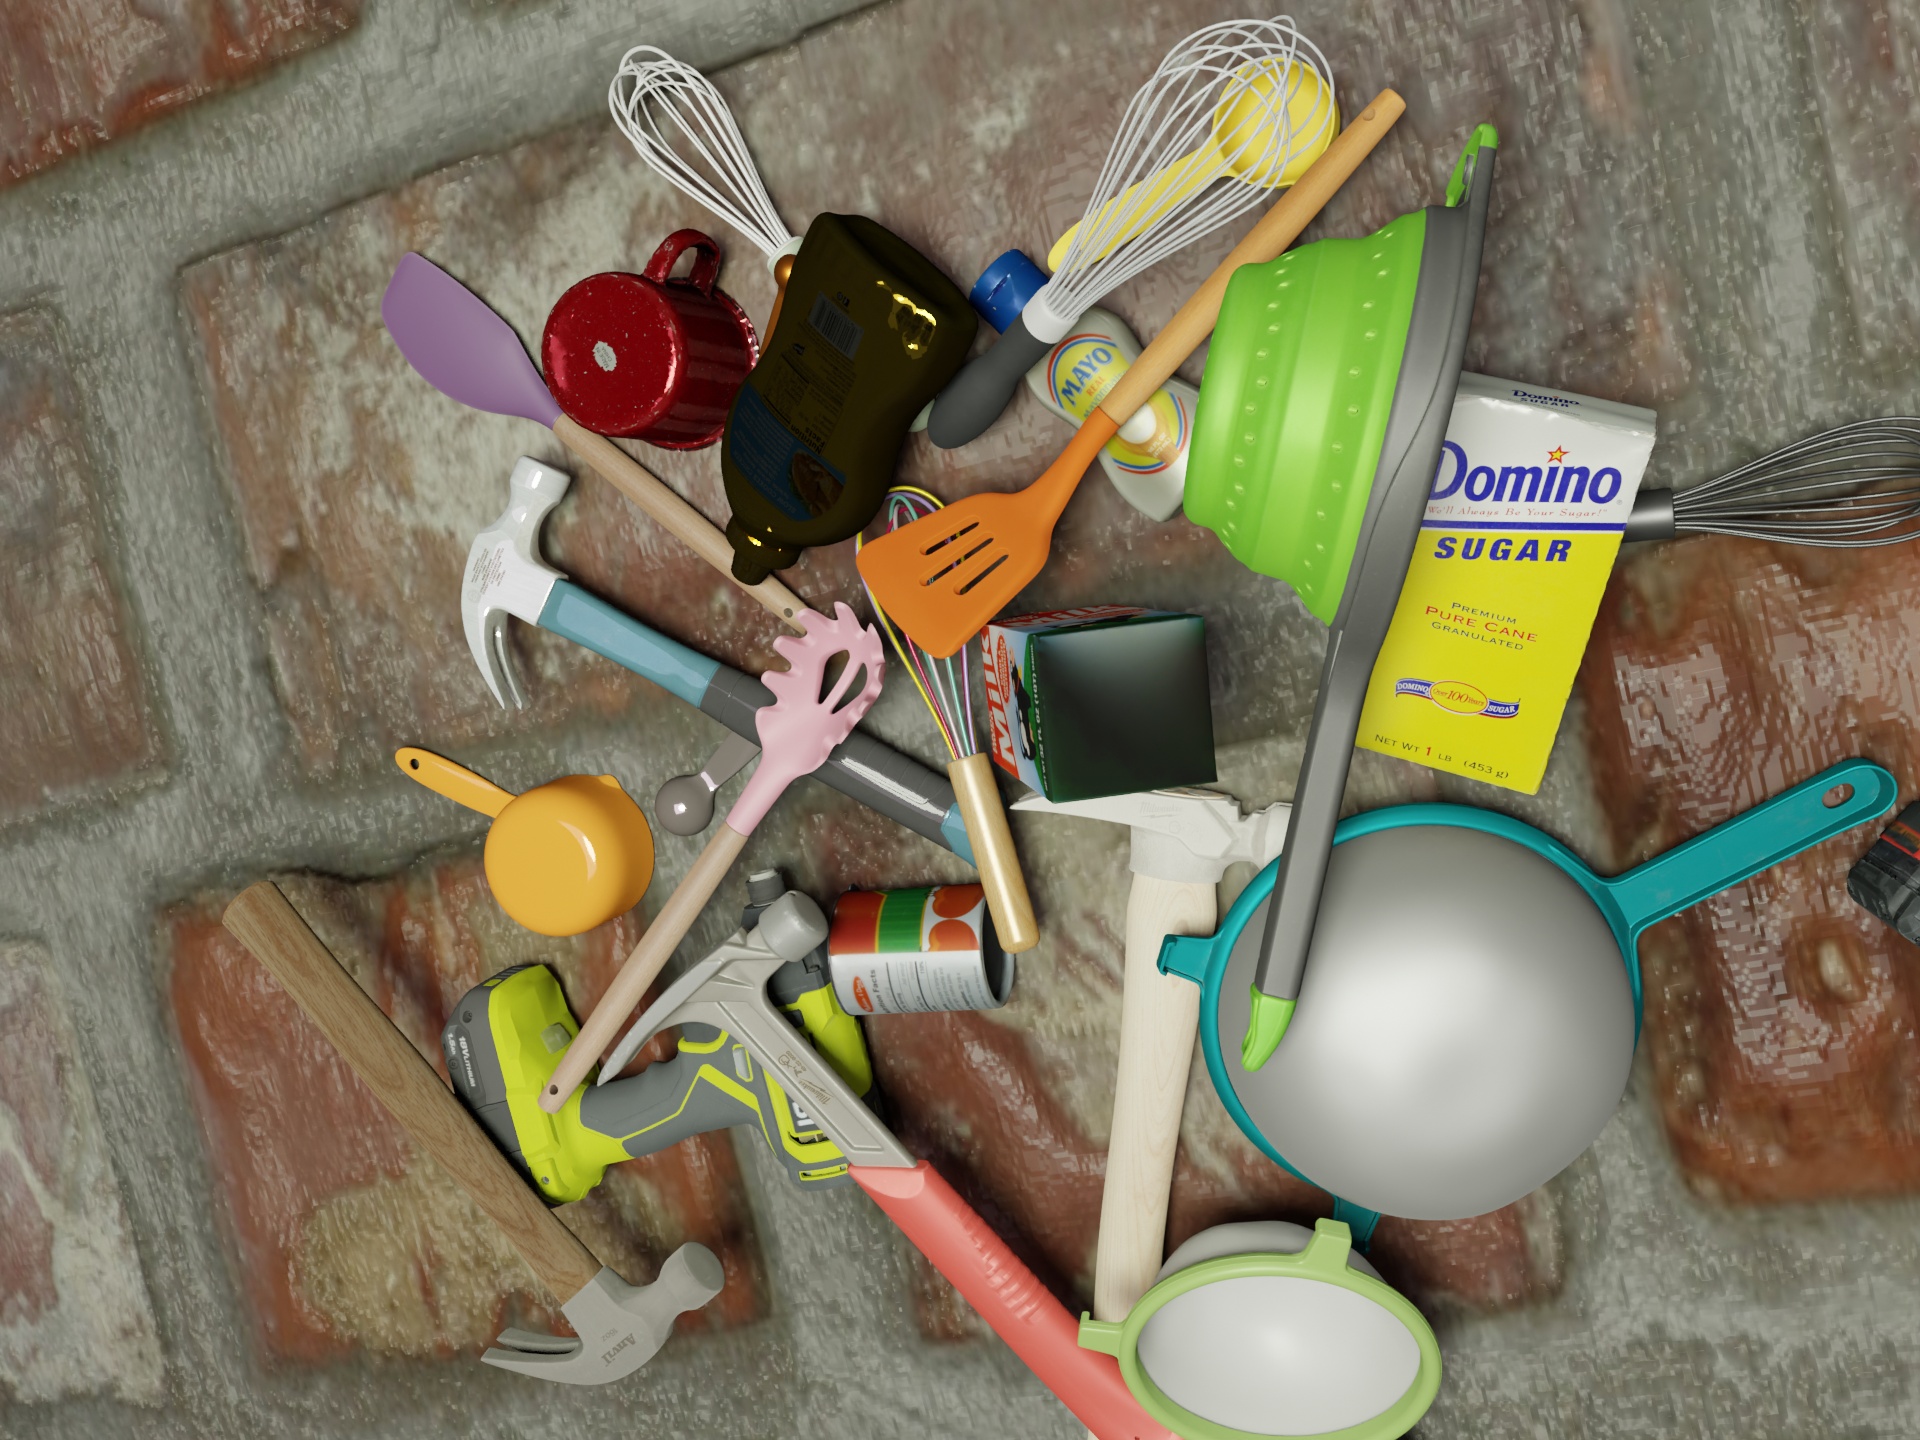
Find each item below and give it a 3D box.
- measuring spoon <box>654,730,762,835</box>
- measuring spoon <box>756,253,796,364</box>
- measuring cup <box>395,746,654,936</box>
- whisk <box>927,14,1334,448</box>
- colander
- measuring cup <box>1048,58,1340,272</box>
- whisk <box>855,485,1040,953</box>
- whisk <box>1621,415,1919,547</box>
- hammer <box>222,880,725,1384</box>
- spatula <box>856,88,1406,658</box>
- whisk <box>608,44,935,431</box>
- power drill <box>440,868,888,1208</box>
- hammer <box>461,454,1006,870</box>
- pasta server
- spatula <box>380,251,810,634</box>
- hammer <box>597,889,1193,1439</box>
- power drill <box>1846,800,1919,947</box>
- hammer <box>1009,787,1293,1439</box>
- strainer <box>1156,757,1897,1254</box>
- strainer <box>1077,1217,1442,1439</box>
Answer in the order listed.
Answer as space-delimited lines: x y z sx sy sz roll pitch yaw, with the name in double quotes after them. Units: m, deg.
-0.127 0.018 0.876 0.034 0.018 0.124 46 106 6 "measuring spoon"
-0.098 -0.184 0.819 0.021 0.011 0.116 29 128 13 "measuring spoon"
-0.261 0.060 0.903 0.173 0.052 0.095 26 104 9 "measuring cup"
0.058 -0.197 0.697 0.070 0.070 0.284 54 142 3 "whisk"
0.133 -0.050 0.679 0.094 0.204 0.397 12 95 9 "colander"
0.111 -0.259 0.768 0.156 0.029 0.062 -26 91 30 "measuring cup"
0.001 -0.003 0.804 0.051 0.047 0.245 -23 82 57 "whisk"
0.318 -0.096 0.716 0.239 0.055 0.055 -5 97 21 "whisk"
-0.280 0.220 0.857 0.130 0.031 0.331 -44 86 14 "hammer"
0.082 -0.162 0.732 0.322 0.041 0.081 -47 59 14 "spatula"
-0.095 -0.246 0.818 0.246 0.058 0.059 51 142 1 "whisk"
-0.164 0.183 0.884 0.223 0.080 0.171 -13 94 14 "power drill"
-0.121 -0.013 0.852 0.331 0.033 0.128 28 97 7 "hammer"
-0.134 0.077 0.821 0.060 0.040 0.316 37 98 18 "pasta server"
-0.201 -0.147 0.874 0.316 0.018 0.059 38 113 9 "spatula"
-0.019 0.260 0.815 0.149 0.037 0.359 -42 92 17 "hammer"
0.517 0.035 0.663 0.188 0.080 0.226 36 103 8 "power drill"
0.086 0.235 0.838 0.146 0.038 0.410 7 100 17 "hammer"
0.273 0.119 0.719 0.340 0.095 0.211 -31 100 12 "strainer"
0.188 0.326 0.798 0.151 0.069 0.256 -32 114 26 "strainer"
